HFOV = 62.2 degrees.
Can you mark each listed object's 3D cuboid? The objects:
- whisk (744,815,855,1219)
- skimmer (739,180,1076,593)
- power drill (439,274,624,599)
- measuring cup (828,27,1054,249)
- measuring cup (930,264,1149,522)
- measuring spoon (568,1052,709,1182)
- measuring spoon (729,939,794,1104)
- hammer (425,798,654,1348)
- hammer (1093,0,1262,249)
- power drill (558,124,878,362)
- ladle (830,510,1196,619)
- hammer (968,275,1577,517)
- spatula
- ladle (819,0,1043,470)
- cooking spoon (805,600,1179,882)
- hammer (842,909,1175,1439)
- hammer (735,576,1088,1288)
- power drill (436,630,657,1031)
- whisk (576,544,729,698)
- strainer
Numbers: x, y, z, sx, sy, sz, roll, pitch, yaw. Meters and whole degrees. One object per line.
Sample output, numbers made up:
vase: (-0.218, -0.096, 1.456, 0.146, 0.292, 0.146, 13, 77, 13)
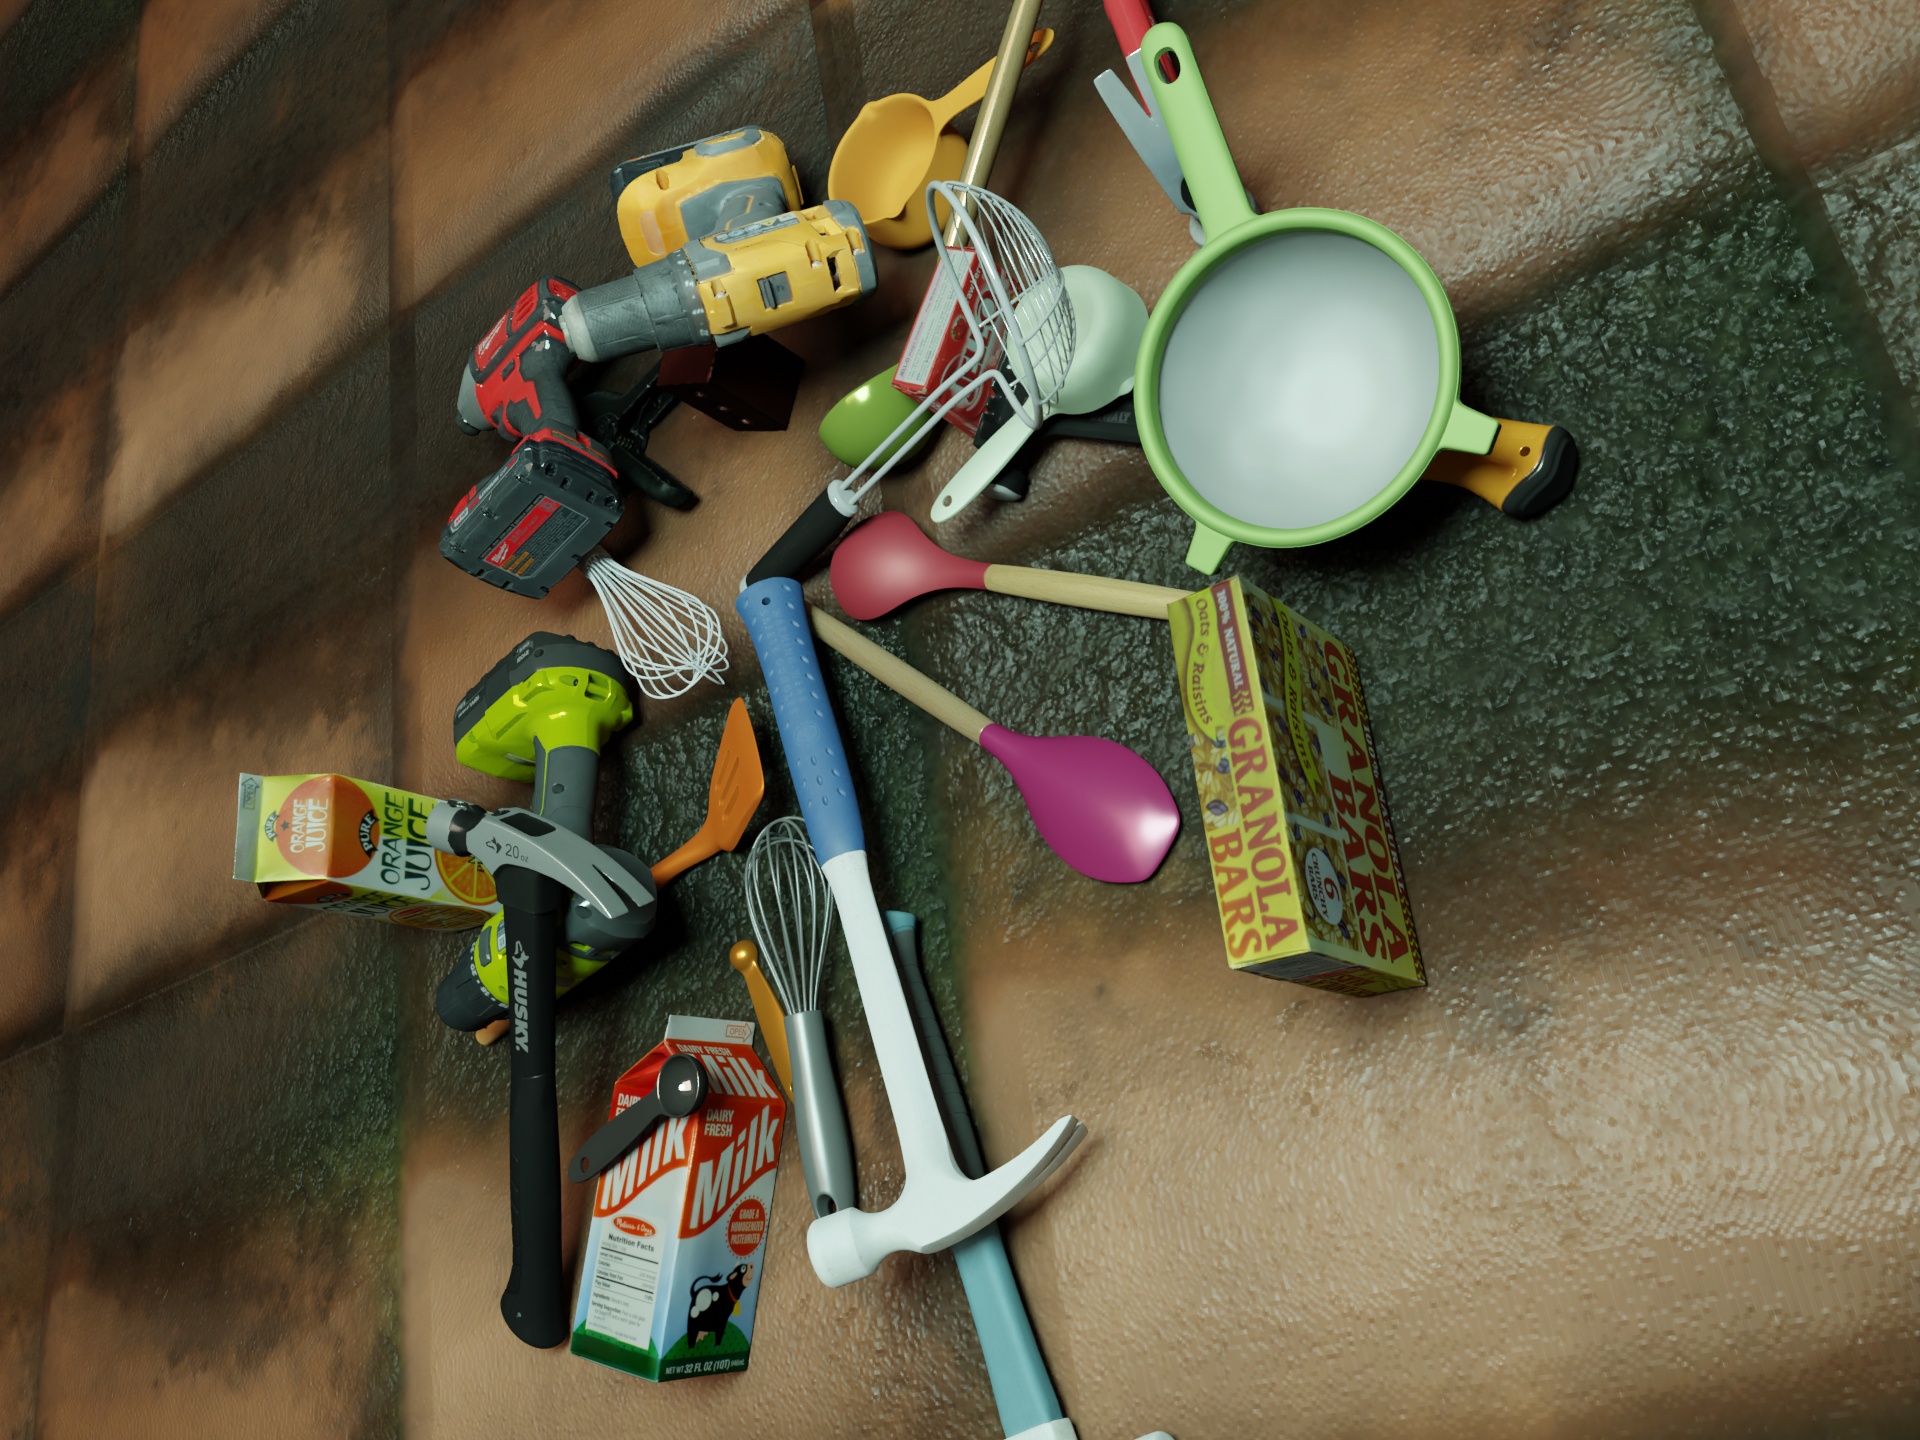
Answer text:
whisk: (-0.085, 0.168, 0.898, 0.055, 0.055, 0.239, -23, 68, 31)
skimmer: (-0.056, -0.149, 0.870, 0.363, 0.090, 0.127, -36, 76, 48)
power drill: (-0.306, -0.199, 1.113, 0.143, 0.078, 0.220, -38, 47, 26)
measuring cup: (-0.001, -0.361, 0.986, 0.173, 0.052, 0.095, -28, 61, 26)
measuring cup: (0.031, -0.175, 0.867, 0.167, 0.038, 0.083, -47, 55, 16)
measuring spoon: (-0.177, 0.223, 0.877, 0.124, 0.018, 0.034, -41, 55, 27)
measuring spoon: (-0.113, 0.178, 0.934, 0.021, 0.011, 0.117, -43, 55, 20)
hammer: (-0.246, 0.218, 0.931, 0.146, 0.035, 0.334, 12, 108, 29)
hammer: (0.079, -0.439, 0.902, 0.038, 0.143, 0.387, -26, 58, 22)
power drill: (-0.165, -0.292, 0.990, 0.185, 0.084, 0.226, -19, 36, -8)
ladle: (0.038, -0.075, 0.886, 0.316, 0.031, 0.069, 12, 85, 38)
hammer: (0.149, -0.157, 0.818, 0.337, 0.034, 0.127, 16, 88, 40)
spatula: (-0.220, 0.115, 1.018, 0.322, 0.041, 0.081, -42, 45, 22)
ladle: (-0.009, -0.300, 0.935, 0.062, 0.078, 0.320, 21, 99, 19)
cooking spoon: (-0.001, -0.003, 0.898, 0.319, 0.017, 0.069, 34, 97, 39)
hammer: (0.002, 0.243, 0.813, 0.128, 0.033, 0.331, -34, 58, 24)
hammer: (-0.055, 0.084, 0.864, 0.144, 0.035, 0.406, -23, 58, 6)
power drill: (-0.277, 0.077, 1.028, 0.190, 0.080, 0.229, -35, 50, 33)
whisk: (-0.238, -0.096, 1.086, 0.285, 0.070, 0.070, 40, 102, 43)
strainer: (0.145, -0.203, 0.744, 0.151, 0.069, 0.256, -24, 80, 30)
